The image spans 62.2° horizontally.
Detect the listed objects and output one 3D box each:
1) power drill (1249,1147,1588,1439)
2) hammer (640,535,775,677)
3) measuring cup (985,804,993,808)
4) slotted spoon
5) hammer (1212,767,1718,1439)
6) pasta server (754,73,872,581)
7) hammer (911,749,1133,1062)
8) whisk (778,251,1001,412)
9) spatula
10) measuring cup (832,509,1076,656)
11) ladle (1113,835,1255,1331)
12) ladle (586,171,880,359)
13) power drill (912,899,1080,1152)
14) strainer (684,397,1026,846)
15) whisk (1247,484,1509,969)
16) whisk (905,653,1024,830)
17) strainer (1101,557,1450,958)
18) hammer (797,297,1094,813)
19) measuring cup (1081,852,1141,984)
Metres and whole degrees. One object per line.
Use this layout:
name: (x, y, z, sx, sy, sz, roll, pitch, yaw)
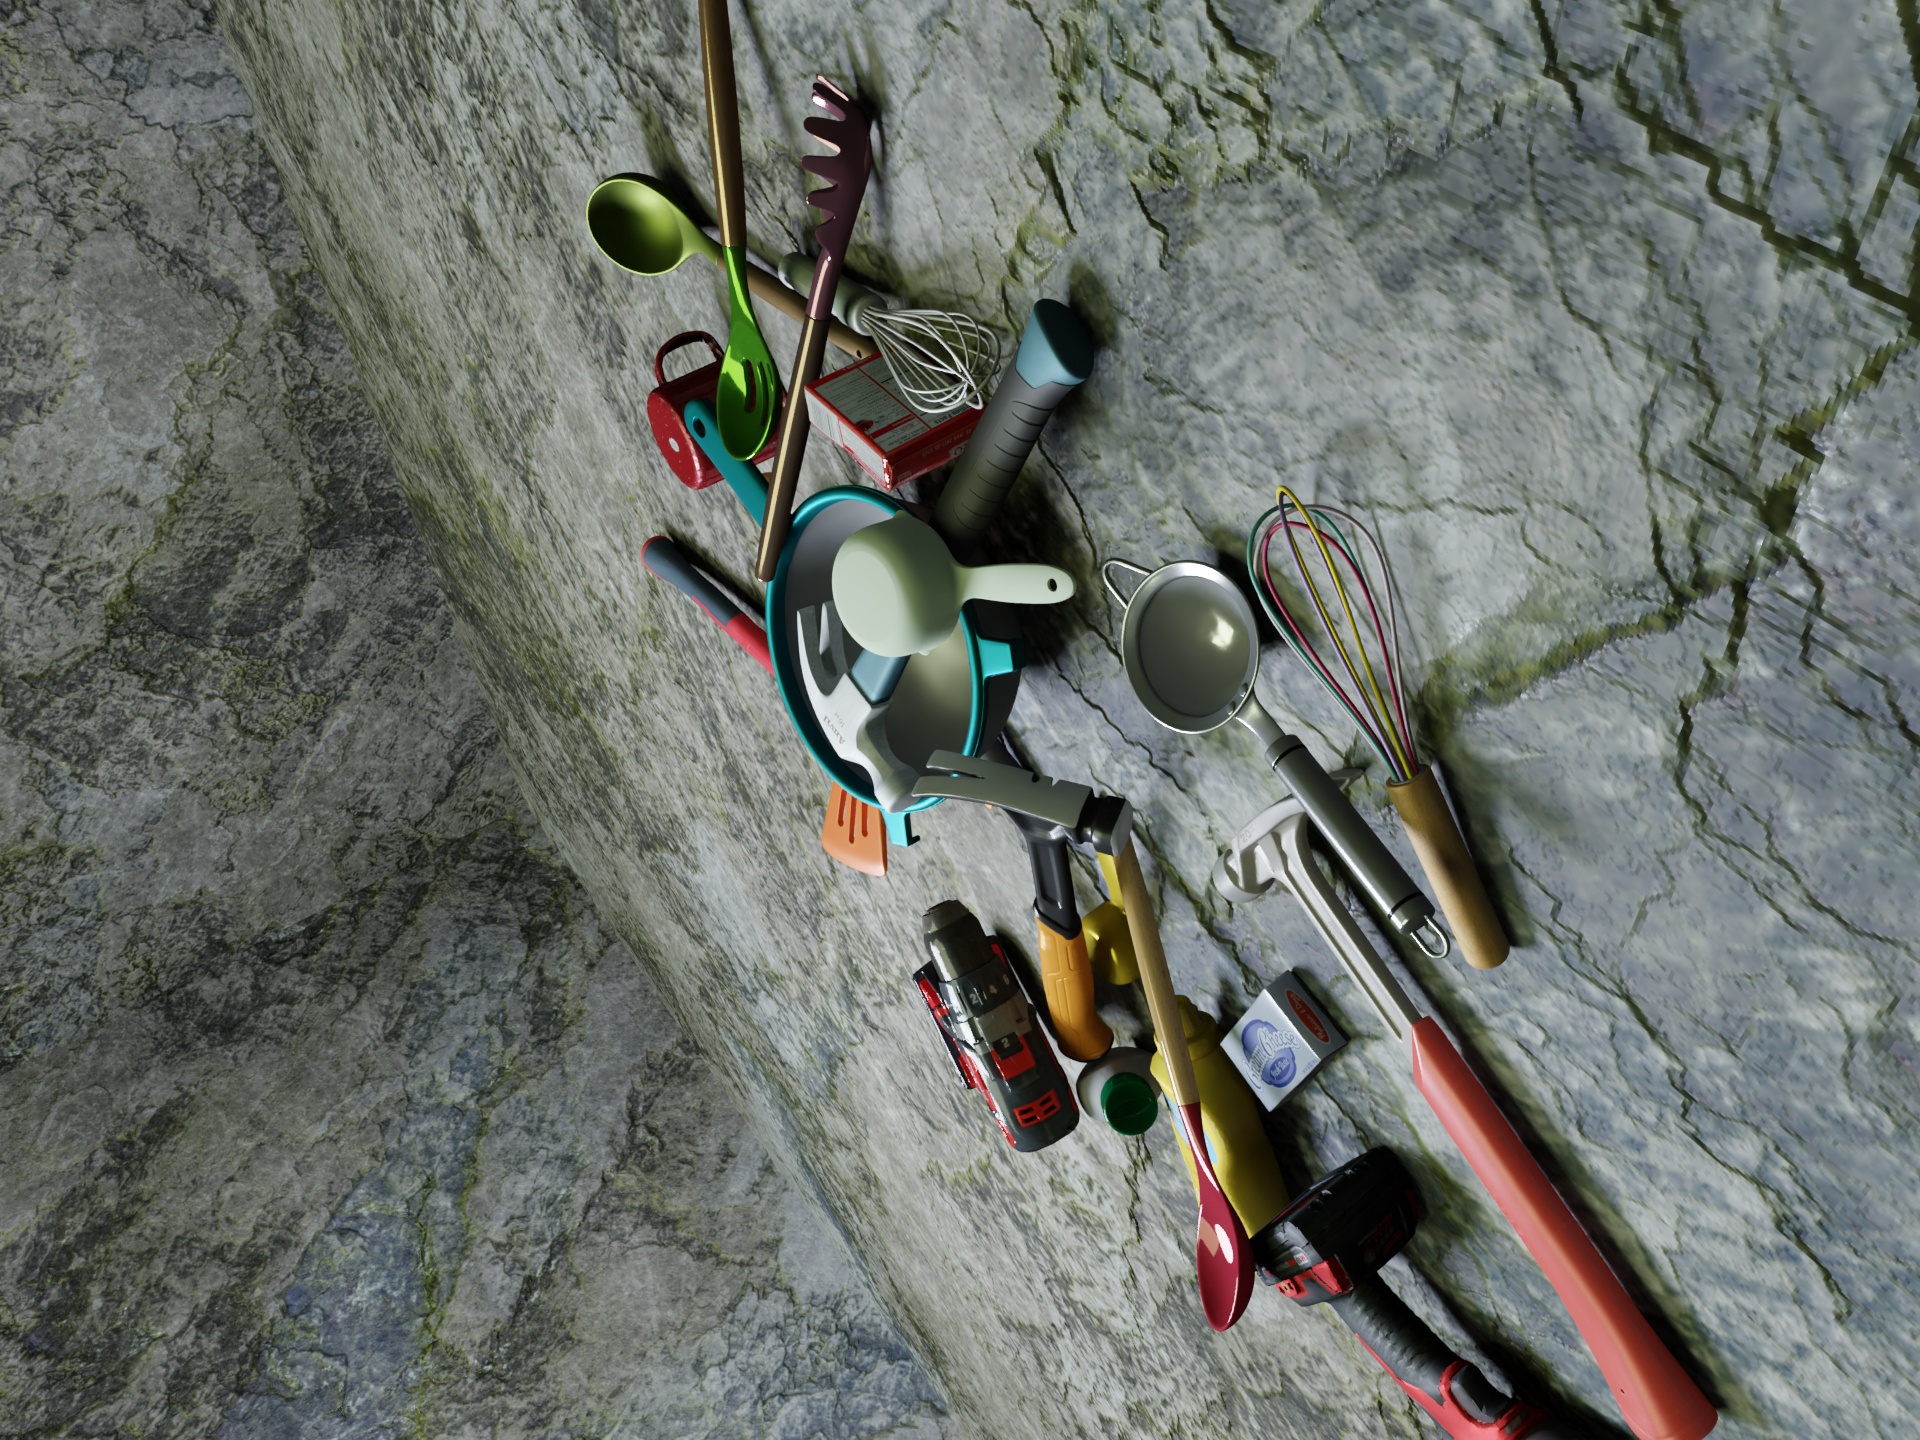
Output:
power drill: (0.274, 0.367, 0.922, 0.220, 0.078, 0.143, 51, 157, 16)
hammer: (-0.209, -0.098, 1.448, 0.387, 0.038, 0.143, 40, 162, 46)
measuring cup: (-0.038, 0.001, 1.191, 0.174, 0.052, 0.095, 59, 159, 11)
slotted spoon: (-0.139, -0.317, 0.971, 0.070, 0.031, 0.313, 22, 122, 48)
hammer: (0.257, 0.193, 0.794, 0.359, 0.036, 0.149, 57, 158, 12)
pasta server: (-0.097, -0.218, 0.948, 0.060, 0.040, 0.316, -89, 13, -54)
hammer: (0.057, 0.136, 1.031, 0.127, 0.034, 0.336, 15, 148, 20)
whisk: (-0.050, -0.236, 0.938, 0.057, 0.059, 0.247, 43, 180, -43)
spatula: (-0.106, -0.030, 1.180, 0.081, 0.041, 0.322, 18, 133, 45)
measuring cup: (-0.009, -0.069, 0.844, 0.168, 0.038, 0.083, 5, 109, 49)
ladle: (0.133, 0.212, 0.985, 0.069, 0.031, 0.315, 131, 128, -69)
ladle: (-0.157, -0.300, 1.083, 0.320, 0.062, 0.078, 40, 153, 38)
power drill: (0.017, 0.220, 1.223, 0.188, 0.080, 0.226, 64, 174, -1)
strainer: (-0.064, -0.100, 1.052, 0.341, 0.095, 0.211, 53, 137, 23)
whisk: (0.190, 0.007, 0.706, 0.047, 0.051, 0.245, -4, 116, 61)
whisk: (-0.002, -0.003, 1.115, 0.239, 0.055, 0.055, 54, 158, 6)
strainer: (0.151, 0.011, 0.756, 0.259, 0.050, 0.086, 57, 132, 32)
hammer: (-0.010, -0.092, 0.893, 0.128, 0.033, 0.330, 52, 136, 20)
measuring cup: (0.093, 0.117, 1.070, 0.062, 0.029, 0.156, 35, 150, 48)
